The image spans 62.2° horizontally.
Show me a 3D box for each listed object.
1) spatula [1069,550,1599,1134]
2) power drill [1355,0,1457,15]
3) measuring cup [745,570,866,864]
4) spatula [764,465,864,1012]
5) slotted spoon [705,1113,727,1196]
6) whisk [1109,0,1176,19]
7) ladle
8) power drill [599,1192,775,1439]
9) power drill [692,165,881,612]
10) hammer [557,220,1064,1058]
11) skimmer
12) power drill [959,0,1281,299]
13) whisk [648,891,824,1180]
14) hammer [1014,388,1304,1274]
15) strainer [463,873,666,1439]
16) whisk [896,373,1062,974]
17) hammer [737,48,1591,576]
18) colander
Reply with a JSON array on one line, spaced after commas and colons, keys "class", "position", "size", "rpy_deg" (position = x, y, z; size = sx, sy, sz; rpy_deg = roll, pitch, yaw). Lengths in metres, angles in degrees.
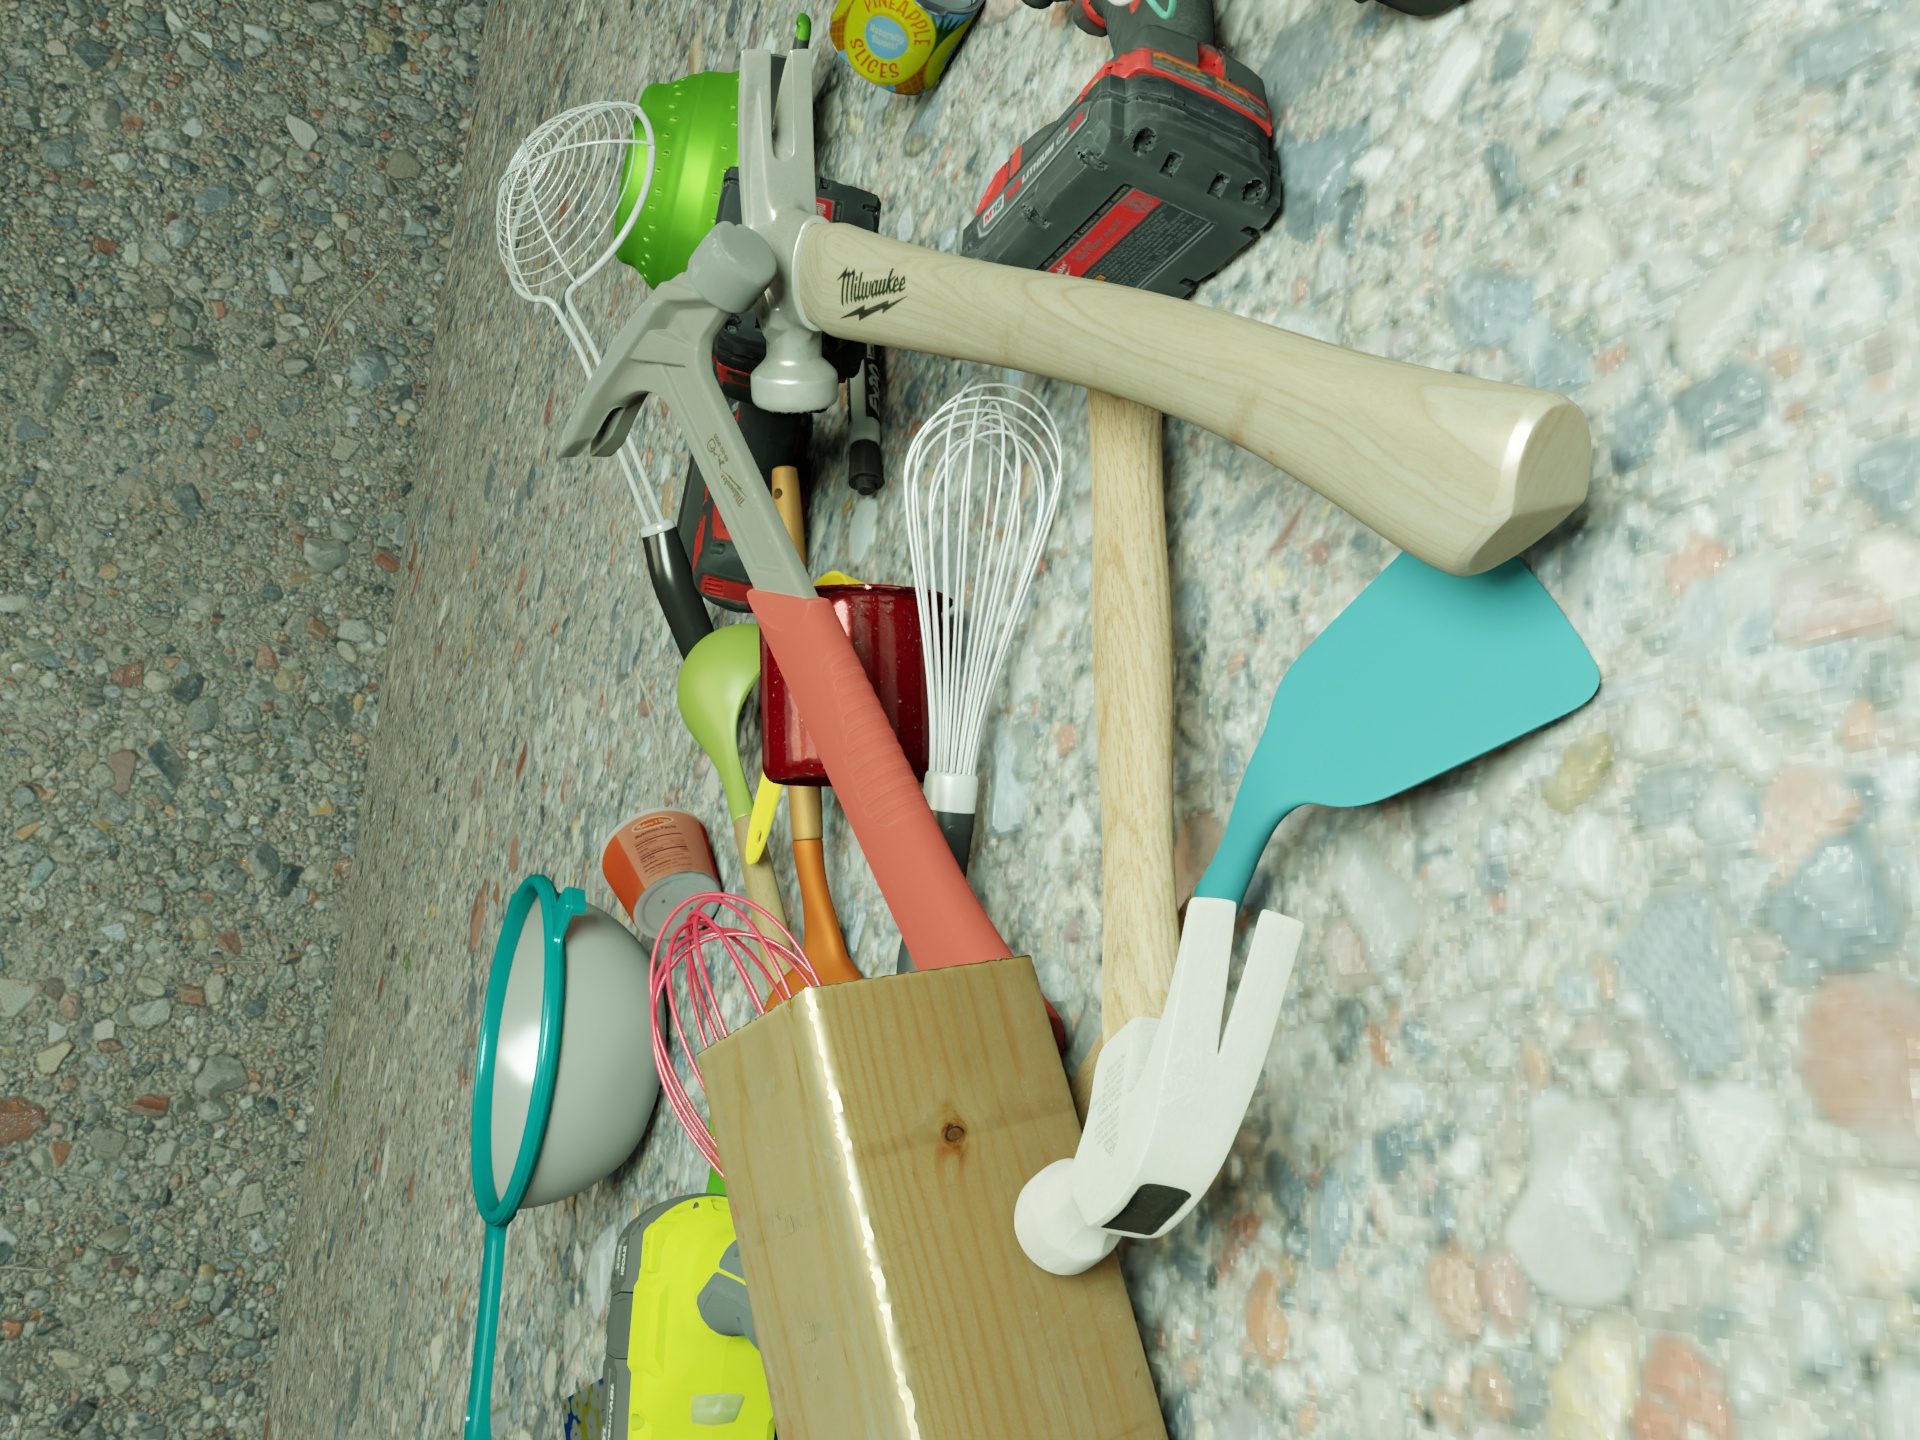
[{"class": "spatula", "position": [0.080, 0.078, 0.508], "size": [0.082, 0.044, 0.317], "rpy_deg": [-111, 36, -45]}, {"class": "power drill", "position": [0.164, -0.344, 0.447], "size": [0.190, 0.080, 0.228], "rpy_deg": [-6, 72, 63]}, {"class": "measuring cup", "position": [-0.076, 0.001, 0.817], "size": [0.062, 0.029, 0.156], "rpy_deg": [21, 95, 59]}, {"class": "spatula", "position": [-0.081, 0.033, 0.768], "size": [0.081, 0.041, 0.323], "rpy_deg": [-9, 82, 33]}, {"class": "slotted spoon", "position": [-0.147, 0.306, 0.856], "size": [0.070, 0.031, 0.313], "rpy_deg": [47, 123, 55]}, {"class": "whisk", "position": [0.046, -0.286, 0.542], "size": [0.047, 0.051, 0.245], "rpy_deg": [-27, 34, 9]}, {"class": "ladle", "position": [-0.098, 0.077, 0.843], "size": [0.078, 0.062, 0.320], "rpy_deg": [-46, 48, 35]}, {"class": "power drill", "position": [-0.077, 0.277, 0.677], "size": [0.223, 0.080, 0.171], "rpy_deg": [-28, 55, 53]}, {"class": "power drill", "position": [-0.101, -0.190, 0.865], "size": [0.226, 0.080, 0.188], "rpy_deg": [113, 164, -57]}, {"class": "hammer", "position": [-0.060, -0.013, 0.638], "size": [0.149, 0.036, 0.359], "rpy_deg": [-40, 69, 41]}, {"class": "skimmer", "position": [-0.183, -0.181, 0.954], "size": [0.127, 0.090, 0.363], "rpy_deg": [-8, 107, 37]}, {"class": "power drill", "position": [0.060, -0.271, 0.624], "size": [0.143, 0.078, 0.220], "rpy_deg": [-29, 52, 56]}, {"class": "whisk", "position": [-0.042, 0.195, 0.571], "size": [0.073, 0.073, 0.296], "rpy_deg": [-45, 66, 48]}, {"class": "hammer", "position": [0.057, -0.004, 0.516], "size": [0.130, 0.031, 0.332], "rpy_deg": [122, 157, -51]}, {"class": "strainer", "position": [-0.242, 0.268, 0.981], "size": [0.211, 0.095, 0.340], "rpy_deg": [-16, 68, 63]}, {"class": "whisk", "position": [-0.002, -0.002, 0.662], "size": [0.070, 0.070, 0.284], "rpy_deg": [5, 88, 63]}, {"class": "hammer", "position": [0.029, -0.141, 0.531], "size": [0.411, 0.038, 0.146], "rpy_deg": [32, 130, 50]}, {"class": "colander", "position": [-0.185, -0.262, 1.034], "size": [0.205, 0.094, 0.397], "rpy_deg": [-105, 29, -66]}]
